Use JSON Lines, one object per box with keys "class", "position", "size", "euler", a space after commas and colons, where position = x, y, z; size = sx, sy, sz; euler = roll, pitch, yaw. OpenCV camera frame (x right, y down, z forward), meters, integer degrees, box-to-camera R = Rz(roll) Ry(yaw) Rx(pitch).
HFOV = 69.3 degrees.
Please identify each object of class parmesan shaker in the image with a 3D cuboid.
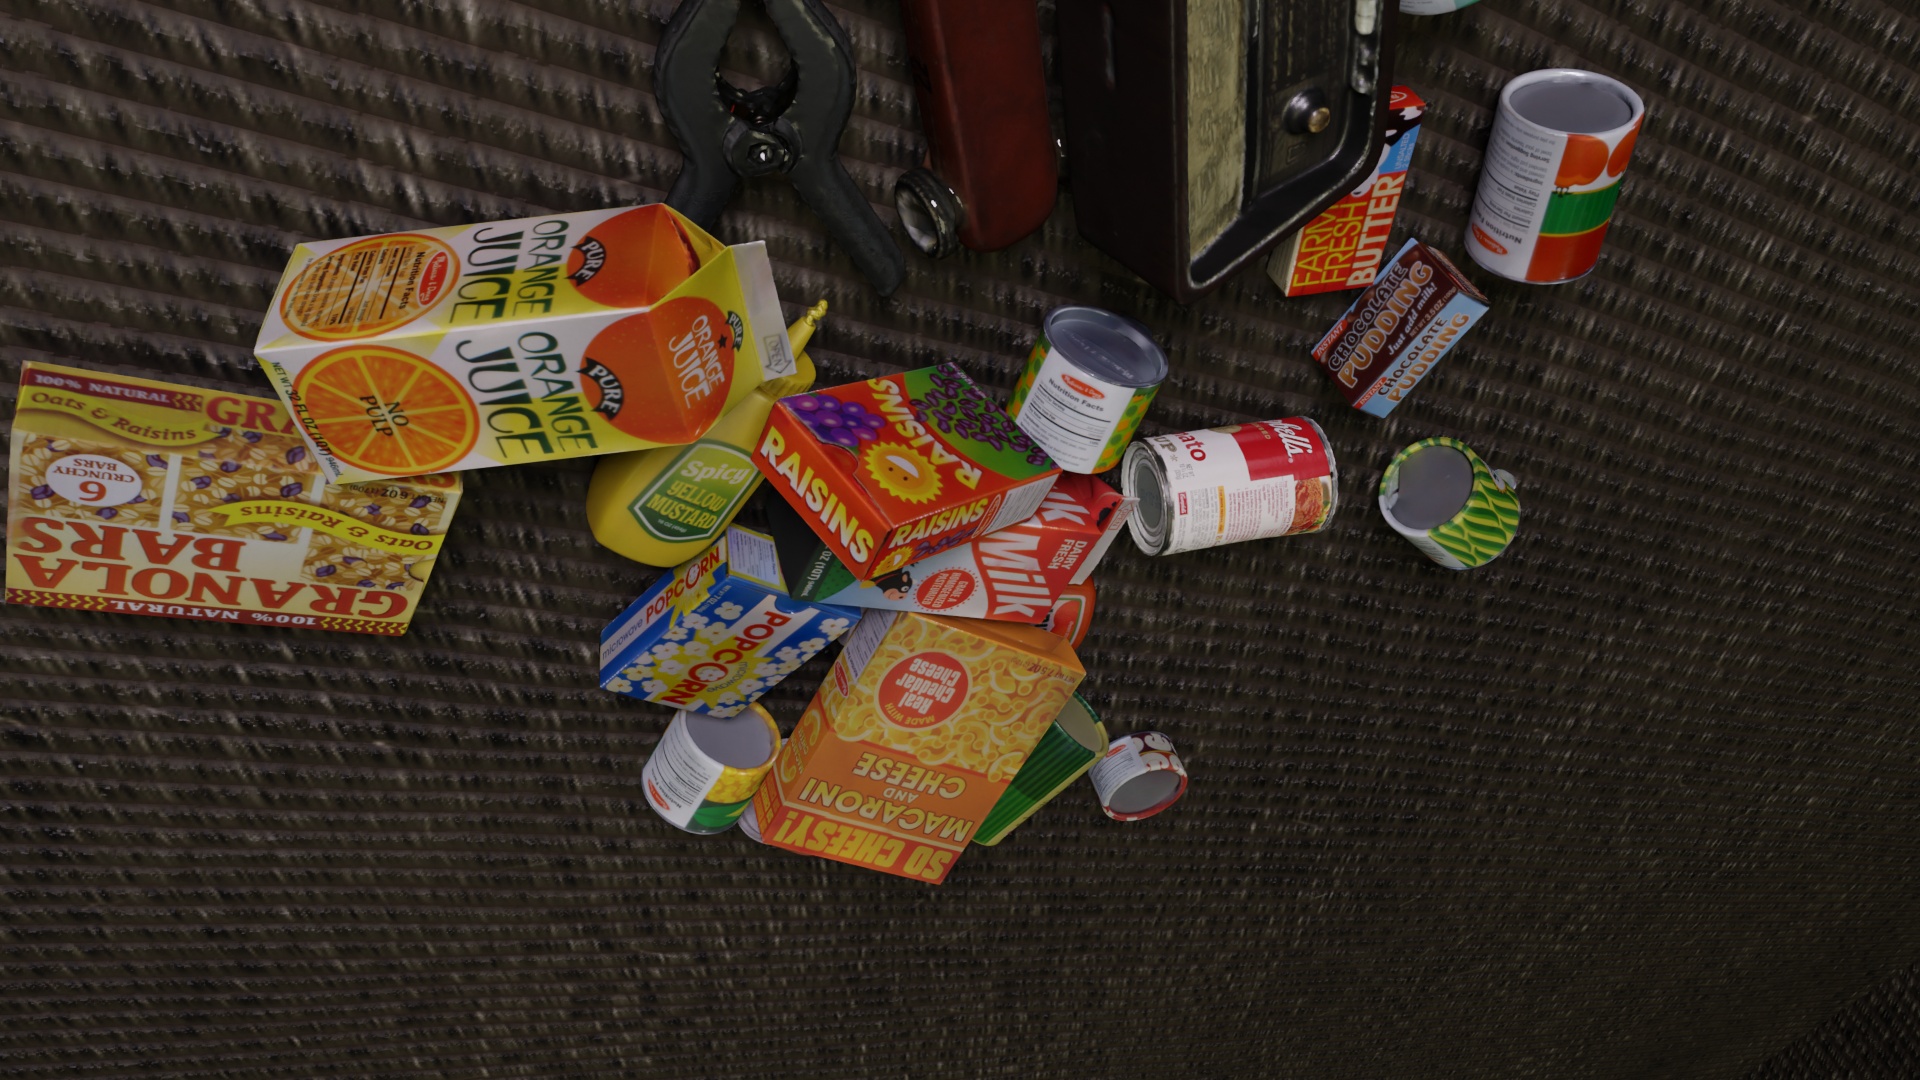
{"class": "parmesan shaker", "position": [0.039, 0.143, 0.918], "size": [0.102, 0.071, 0.071], "euler": [-43, 134, 21]}

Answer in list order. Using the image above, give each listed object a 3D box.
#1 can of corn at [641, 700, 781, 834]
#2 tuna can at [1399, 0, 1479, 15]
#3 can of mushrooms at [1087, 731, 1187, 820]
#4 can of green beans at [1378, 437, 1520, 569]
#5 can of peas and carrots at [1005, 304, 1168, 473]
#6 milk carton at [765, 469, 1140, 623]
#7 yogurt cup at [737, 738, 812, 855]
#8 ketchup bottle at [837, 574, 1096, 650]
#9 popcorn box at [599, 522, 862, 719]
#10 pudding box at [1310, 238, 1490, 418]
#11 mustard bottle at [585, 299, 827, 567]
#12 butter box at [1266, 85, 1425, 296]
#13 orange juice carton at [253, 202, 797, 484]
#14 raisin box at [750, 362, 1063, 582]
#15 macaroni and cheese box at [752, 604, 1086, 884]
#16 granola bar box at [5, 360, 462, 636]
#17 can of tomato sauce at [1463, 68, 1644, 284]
{"class": "can of corn", "position": [-0.145, 0.128, 0.822], "size": [0.071, 0.071, 0.058], "euler": [12, 128, -32]}
{"class": "tuna can", "position": [0.201, -0.253, 0.572], "size": [0.071, 0.071, 0.032], "euler": [-31, 138, 10]}
{"class": "can of mushrooms", "position": [0.130, 0.172, 1.008], "size": [0.071, 0.033, 0.070], "euler": [-12, 137, -12]}
{"class": "can of green beans", "position": [0.299, -0.023, 0.852], "size": [0.071, 0.071, 0.058], "euler": [-42, 134, 21]}
{"class": "can of peas and carrots", "position": [0.063, -0.077, 0.698], "size": [0.071, 0.071, 0.058], "euler": [3, 133, -26]}
{"class": "milk carton", "position": [0.003, -0.009, 0.734], "size": [0.191, 0.074, 0.072], "euler": [8, 131, -30]}
{"class": "yogurt cup", "position": [-0.103, 0.166, 0.881], "size": [0.072, 0.072, 0.053], "euler": [-26, 146, 5]}
{"class": "ketchup bottle", "position": [0.002, 0.040, 0.808], "size": [0.149, 0.044, 0.064], "euler": [0, 131, -22]}
{"class": "popcorn box", "position": [-0.126, 0.047, 0.747], "size": [0.085, 0.038, 0.126], "euler": [22, 135, -37]}
{"class": "pudding box", "position": [0.234, -0.113, 0.742], "size": [0.030, 0.050, 0.083], "euler": [15, 127, -36]}
{"class": "mustard bottle", "position": [-0.113, -0.054, 0.656], "size": [0.065, 0.049, 0.159], "euler": [22, 123, -40]}
{"class": "butter box", "position": [0.187, -0.170, 0.682], "size": [0.053, 0.024, 0.103], "euler": [-10, 137, -12]}
{"class": "orange juice carton", "position": [-0.167, -0.082, 0.560], "size": [0.193, 0.073, 0.071], "euler": [-6, 137, 0]}
{"class": "raisin box", "position": [-0.023, -0.036, 0.651], "size": [0.124, 0.086, 0.039], "euler": [-20, 150, -46]}
{"class": "macaroni and cheese box", "position": [-0.025, 0.112, 0.790], "size": [0.124, 0.040, 0.166], "euler": [21, 112, -28]}
{"class": "granola bar box", "position": [-0.316, -0.010, 0.607], "size": [0.166, 0.039, 0.123], "euler": [8, 141, -30]}
{"class": "can of tomato sauce", "position": [0.293, -0.180, 0.686], "size": [0.071, 0.071, 0.082], "euler": [-14, 137, -9]}
